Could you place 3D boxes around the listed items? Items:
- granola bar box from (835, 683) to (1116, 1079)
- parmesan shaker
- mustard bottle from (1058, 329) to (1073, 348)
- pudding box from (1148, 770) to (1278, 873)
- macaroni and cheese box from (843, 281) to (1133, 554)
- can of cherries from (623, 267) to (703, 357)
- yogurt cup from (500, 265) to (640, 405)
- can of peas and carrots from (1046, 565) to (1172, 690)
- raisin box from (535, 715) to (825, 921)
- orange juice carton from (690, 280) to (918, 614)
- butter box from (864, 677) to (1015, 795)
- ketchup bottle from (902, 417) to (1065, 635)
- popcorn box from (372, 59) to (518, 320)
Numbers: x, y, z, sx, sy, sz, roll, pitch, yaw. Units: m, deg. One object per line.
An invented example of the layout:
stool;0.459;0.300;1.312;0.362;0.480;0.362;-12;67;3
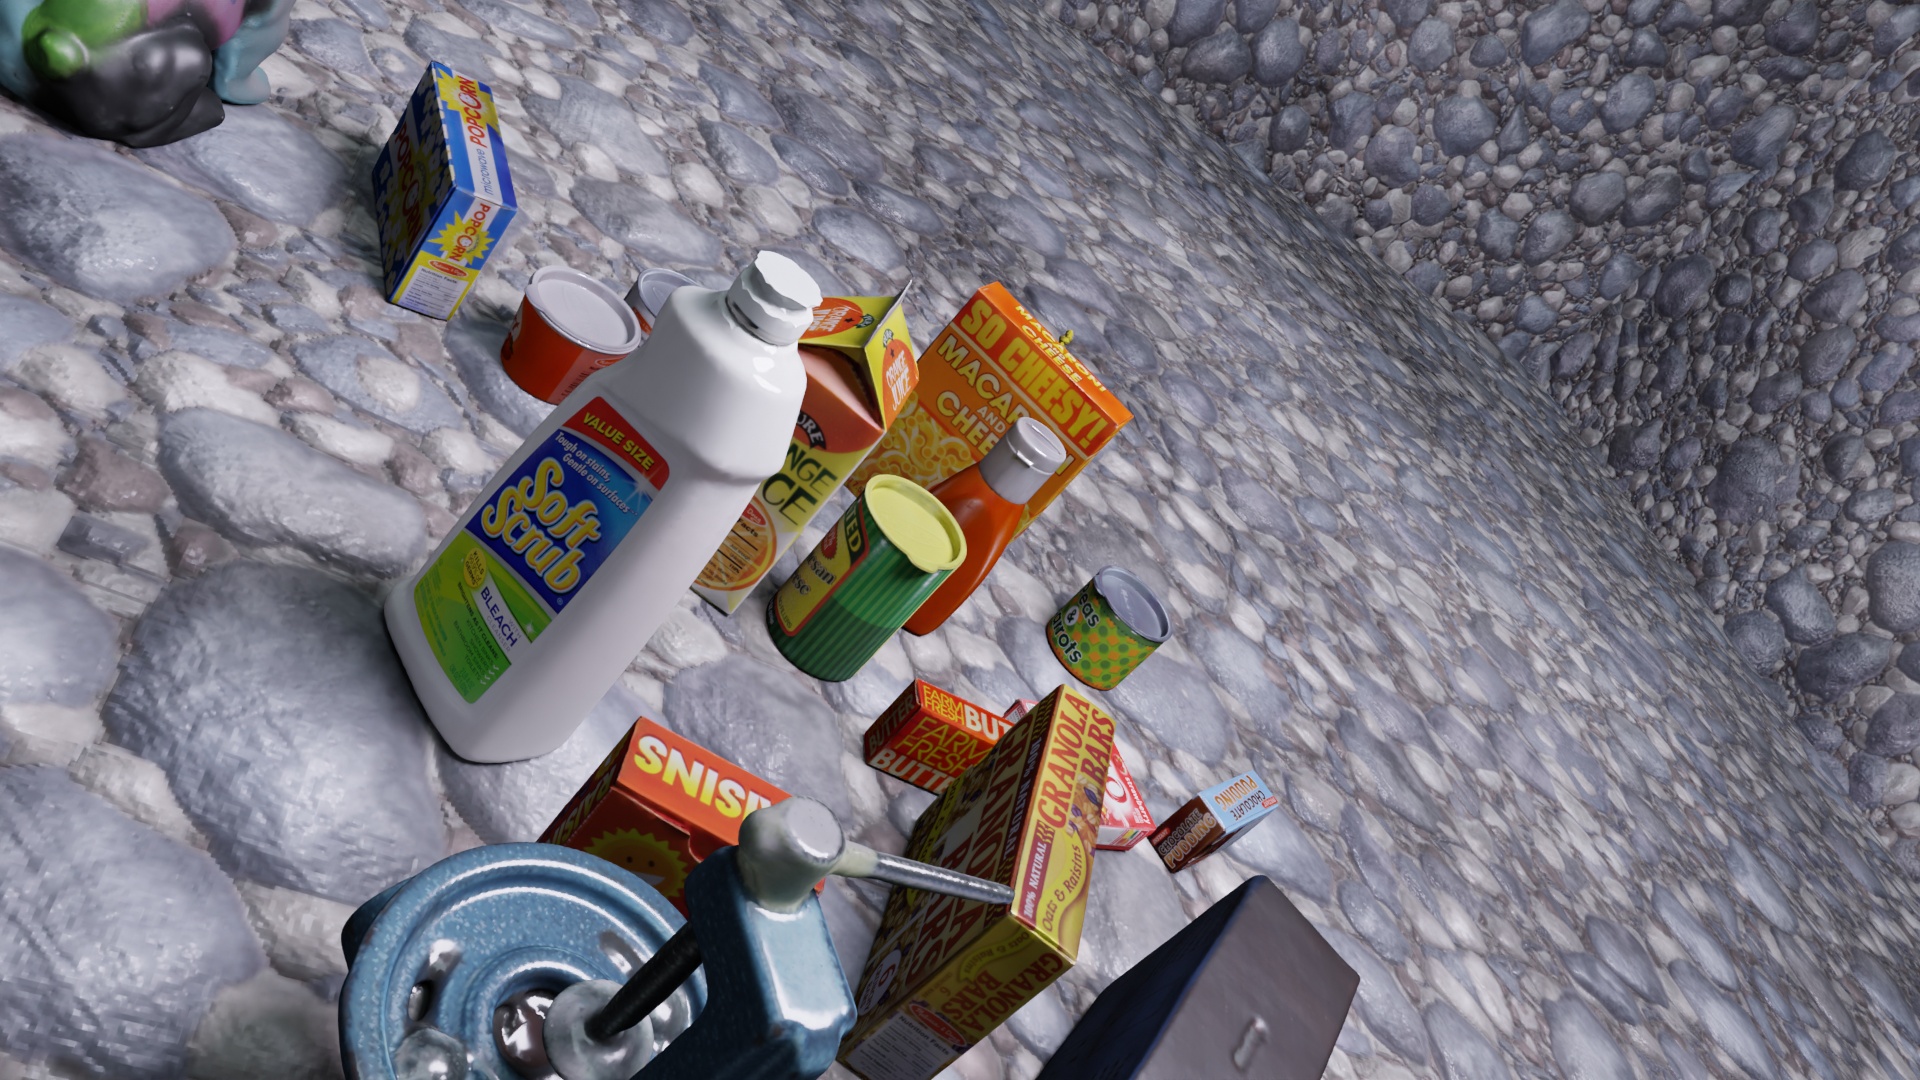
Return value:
granola bar box;0.011;0.156;0.640;0.039;0.123;0.166;38;29;-9
parmesan shaker;-0.053;0.024;0.761;0.071;0.102;0.072;31;30;-21
mustard bottle;0.024;-0.084;0.945;0.065;0.159;0.049;15;39;-41
pudding box;0.161;0.177;0.877;0.084;0.049;0.030;-5;53;-54
macaroni and cheese box;0.011;-0.064;0.894;0.124;0.165;0.040;45;28;5
can of cherries;-0.180;-0.123;0.849;0.071;0.058;0.072;31;30;-21
yogurt cup;-0.224;-0.114;0.787;0.072;0.053;0.073;31;30;-21
can of peas and carrots;0.100;0.059;0.951;0.071;0.058;0.071;31;30;-21
raisin box;-0.117;0.131;0.515;0.086;0.123;0.040;33;30;-17
orange juice carton;-0.089;-0.057;0.733;0.073;0.192;0.072;39;28;-8
butter box;0.003;0.117;0.758;0.103;0.053;0.024;28;31;-24
ketchup bottle;0.003;-0.010;0.831;0.065;0.148;0.044;42;28;-1
popcorn box;-0.293;-0.197;0.782;0.038;0.085;0.127;16;38;-40
